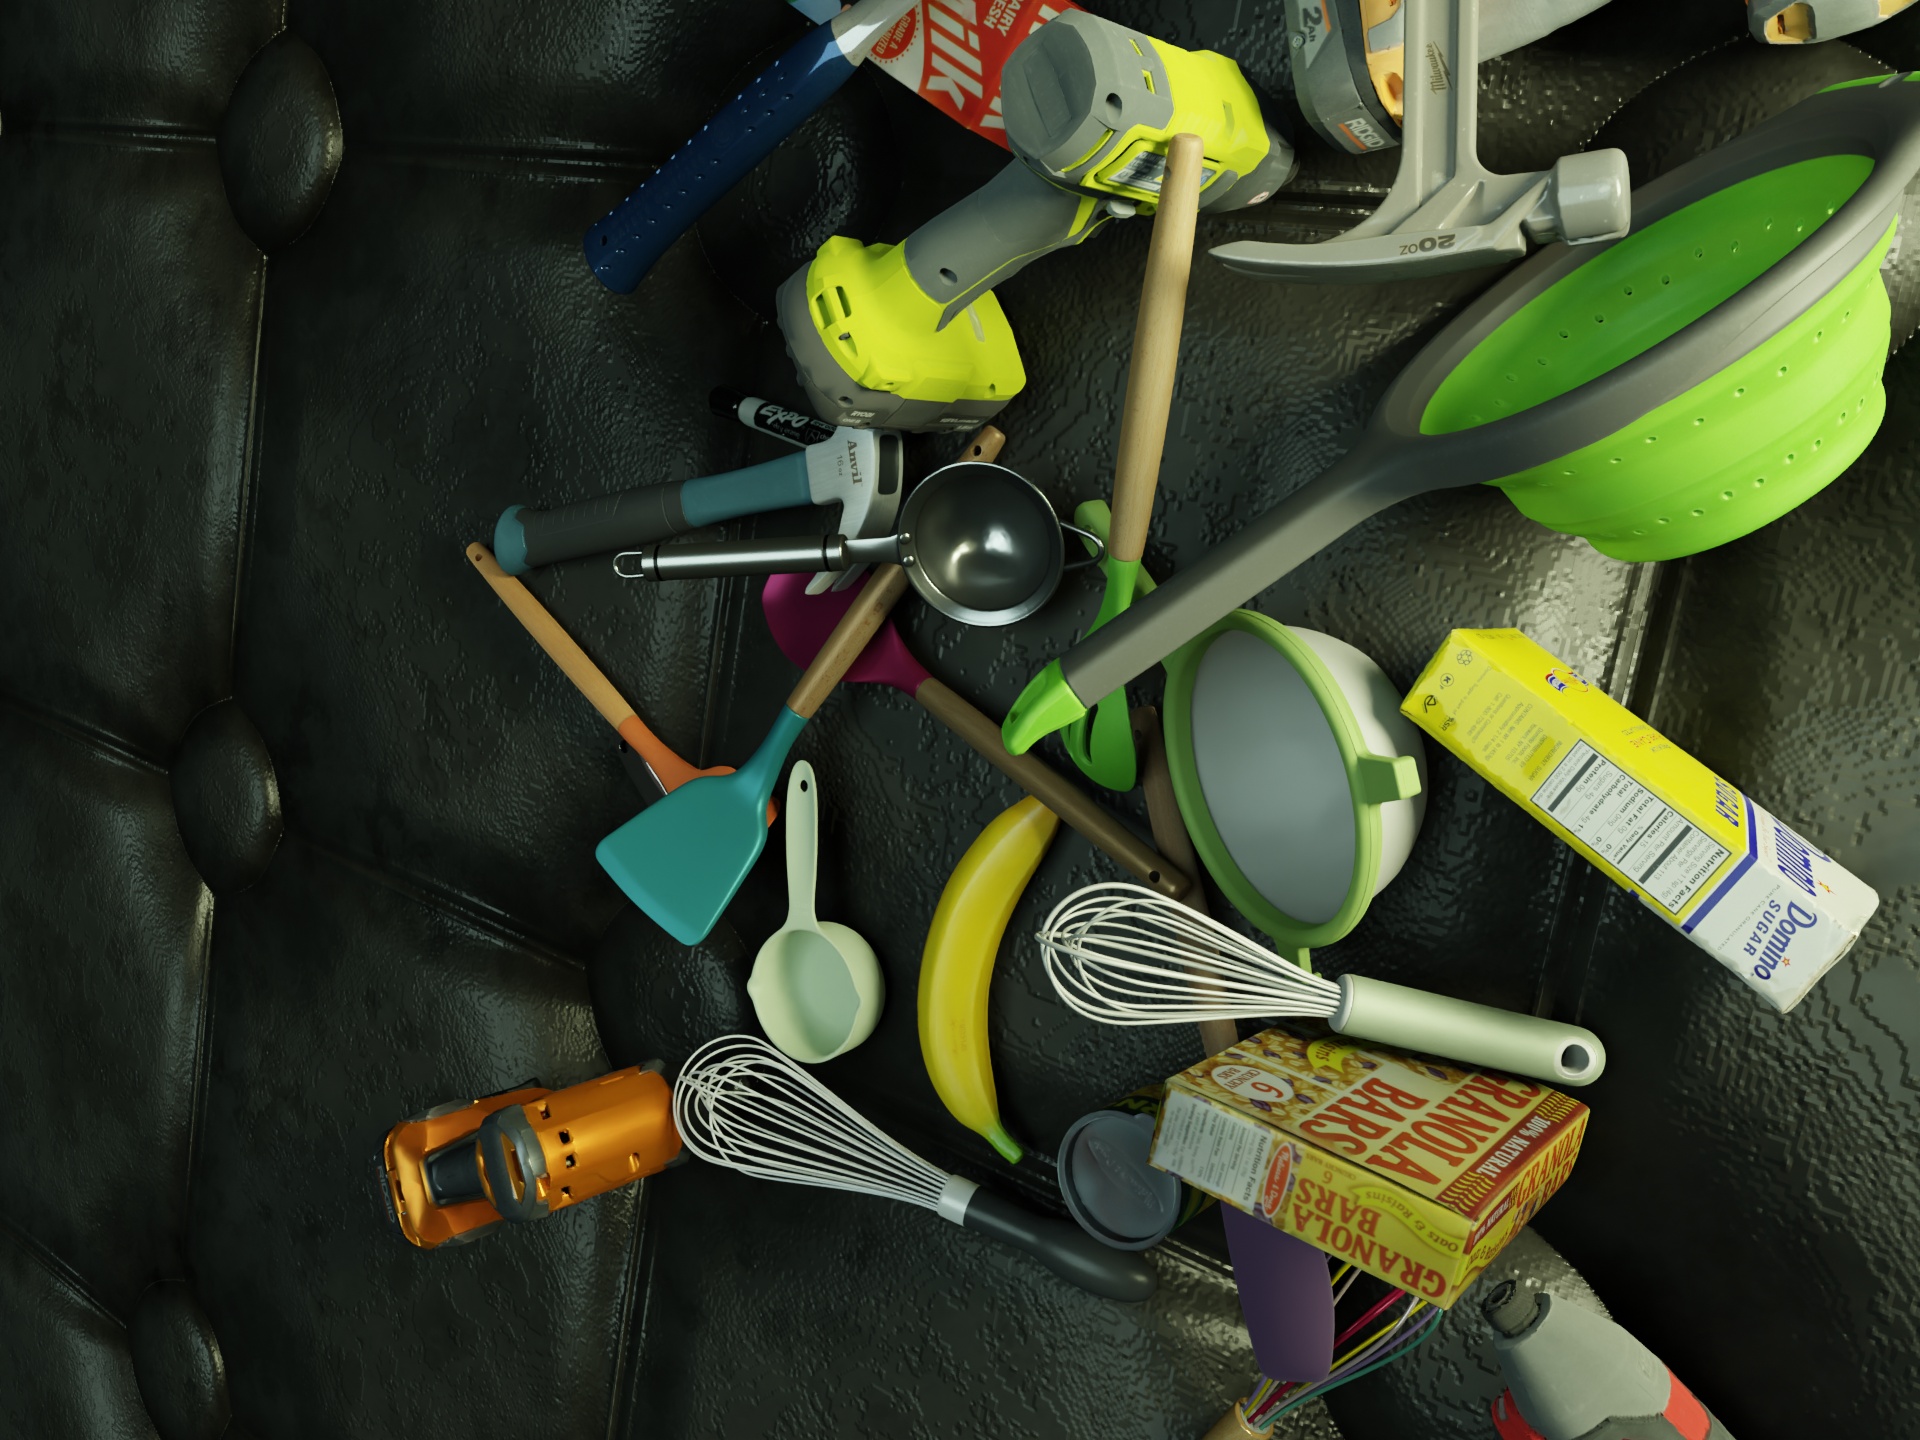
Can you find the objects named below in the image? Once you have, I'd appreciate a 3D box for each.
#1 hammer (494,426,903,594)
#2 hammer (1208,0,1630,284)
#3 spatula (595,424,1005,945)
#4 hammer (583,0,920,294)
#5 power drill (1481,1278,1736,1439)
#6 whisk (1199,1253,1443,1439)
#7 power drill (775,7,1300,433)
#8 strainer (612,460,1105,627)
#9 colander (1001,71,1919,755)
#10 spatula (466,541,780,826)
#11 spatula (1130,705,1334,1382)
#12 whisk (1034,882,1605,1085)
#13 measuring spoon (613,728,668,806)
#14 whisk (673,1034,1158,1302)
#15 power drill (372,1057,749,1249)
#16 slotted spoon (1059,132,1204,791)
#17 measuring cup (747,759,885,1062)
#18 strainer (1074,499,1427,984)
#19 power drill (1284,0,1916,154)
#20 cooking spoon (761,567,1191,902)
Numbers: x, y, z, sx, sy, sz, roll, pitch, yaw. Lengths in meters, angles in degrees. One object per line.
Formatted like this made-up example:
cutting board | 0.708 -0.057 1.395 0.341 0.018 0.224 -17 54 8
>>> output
hammer | -0.164 -0.125 0.922 0.331 0.033 0.128 -5 95 39
hammer | 0.171 -0.346 0.594 0.149 0.036 0.359 1 89 27
spatula | -0.076 -0.025 0.845 0.082 0.044 0.317 40 103 18
hammer | -0.048 -0.333 0.752 0.405 0.035 0.144 -27 80 36
power drill | 0.214 0.334 0.669 0.143 0.078 0.219 47 115 4
whisk | 0.154 0.317 0.746 0.051 0.047 0.245 51 124 34
power drill | 0.036 -0.218 0.723 0.223 0.171 0.080 -28 76 41
strainer | -0.054 -0.087 0.803 0.258 0.050 0.086 -2 114 11
colander | 0.197 -0.079 0.598 0.397 0.205 0.094 -35 105 12
spatula | -0.222 -0.016 0.979 0.081 0.041 0.323 -47 64 2
spatula | 0.122 0.144 0.744 0.060 0.018 0.316 -29 68 50
whisk | 0.150 0.116 0.662 0.246 0.059 0.058 13 90 -4
measuring spoon | -0.187 0.054 0.973 0.034 0.018 0.124 -45 68 28
whisk | -0.029 0.239 0.840 0.285 0.070 0.070 18 104 19
power drill | -0.239 0.253 0.955 0.226 0.164 0.084 -25 79 46
slotted spoon | 0.075 -0.097 0.702 0.070 0.031 0.313 -124 32 -49
measuring cup | -0.078 0.105 0.891 0.083 0.038 0.167 0 91 35
strainer | 0.134 -0.019 0.727 0.151 0.069 0.257 100 149 -48
power drill | 0.241 -0.337 0.619 0.226 0.084 0.185 -8 87 31
cooking spoon | -0.001 -0.003 0.827 0.319 0.017 0.068 39 104 33
